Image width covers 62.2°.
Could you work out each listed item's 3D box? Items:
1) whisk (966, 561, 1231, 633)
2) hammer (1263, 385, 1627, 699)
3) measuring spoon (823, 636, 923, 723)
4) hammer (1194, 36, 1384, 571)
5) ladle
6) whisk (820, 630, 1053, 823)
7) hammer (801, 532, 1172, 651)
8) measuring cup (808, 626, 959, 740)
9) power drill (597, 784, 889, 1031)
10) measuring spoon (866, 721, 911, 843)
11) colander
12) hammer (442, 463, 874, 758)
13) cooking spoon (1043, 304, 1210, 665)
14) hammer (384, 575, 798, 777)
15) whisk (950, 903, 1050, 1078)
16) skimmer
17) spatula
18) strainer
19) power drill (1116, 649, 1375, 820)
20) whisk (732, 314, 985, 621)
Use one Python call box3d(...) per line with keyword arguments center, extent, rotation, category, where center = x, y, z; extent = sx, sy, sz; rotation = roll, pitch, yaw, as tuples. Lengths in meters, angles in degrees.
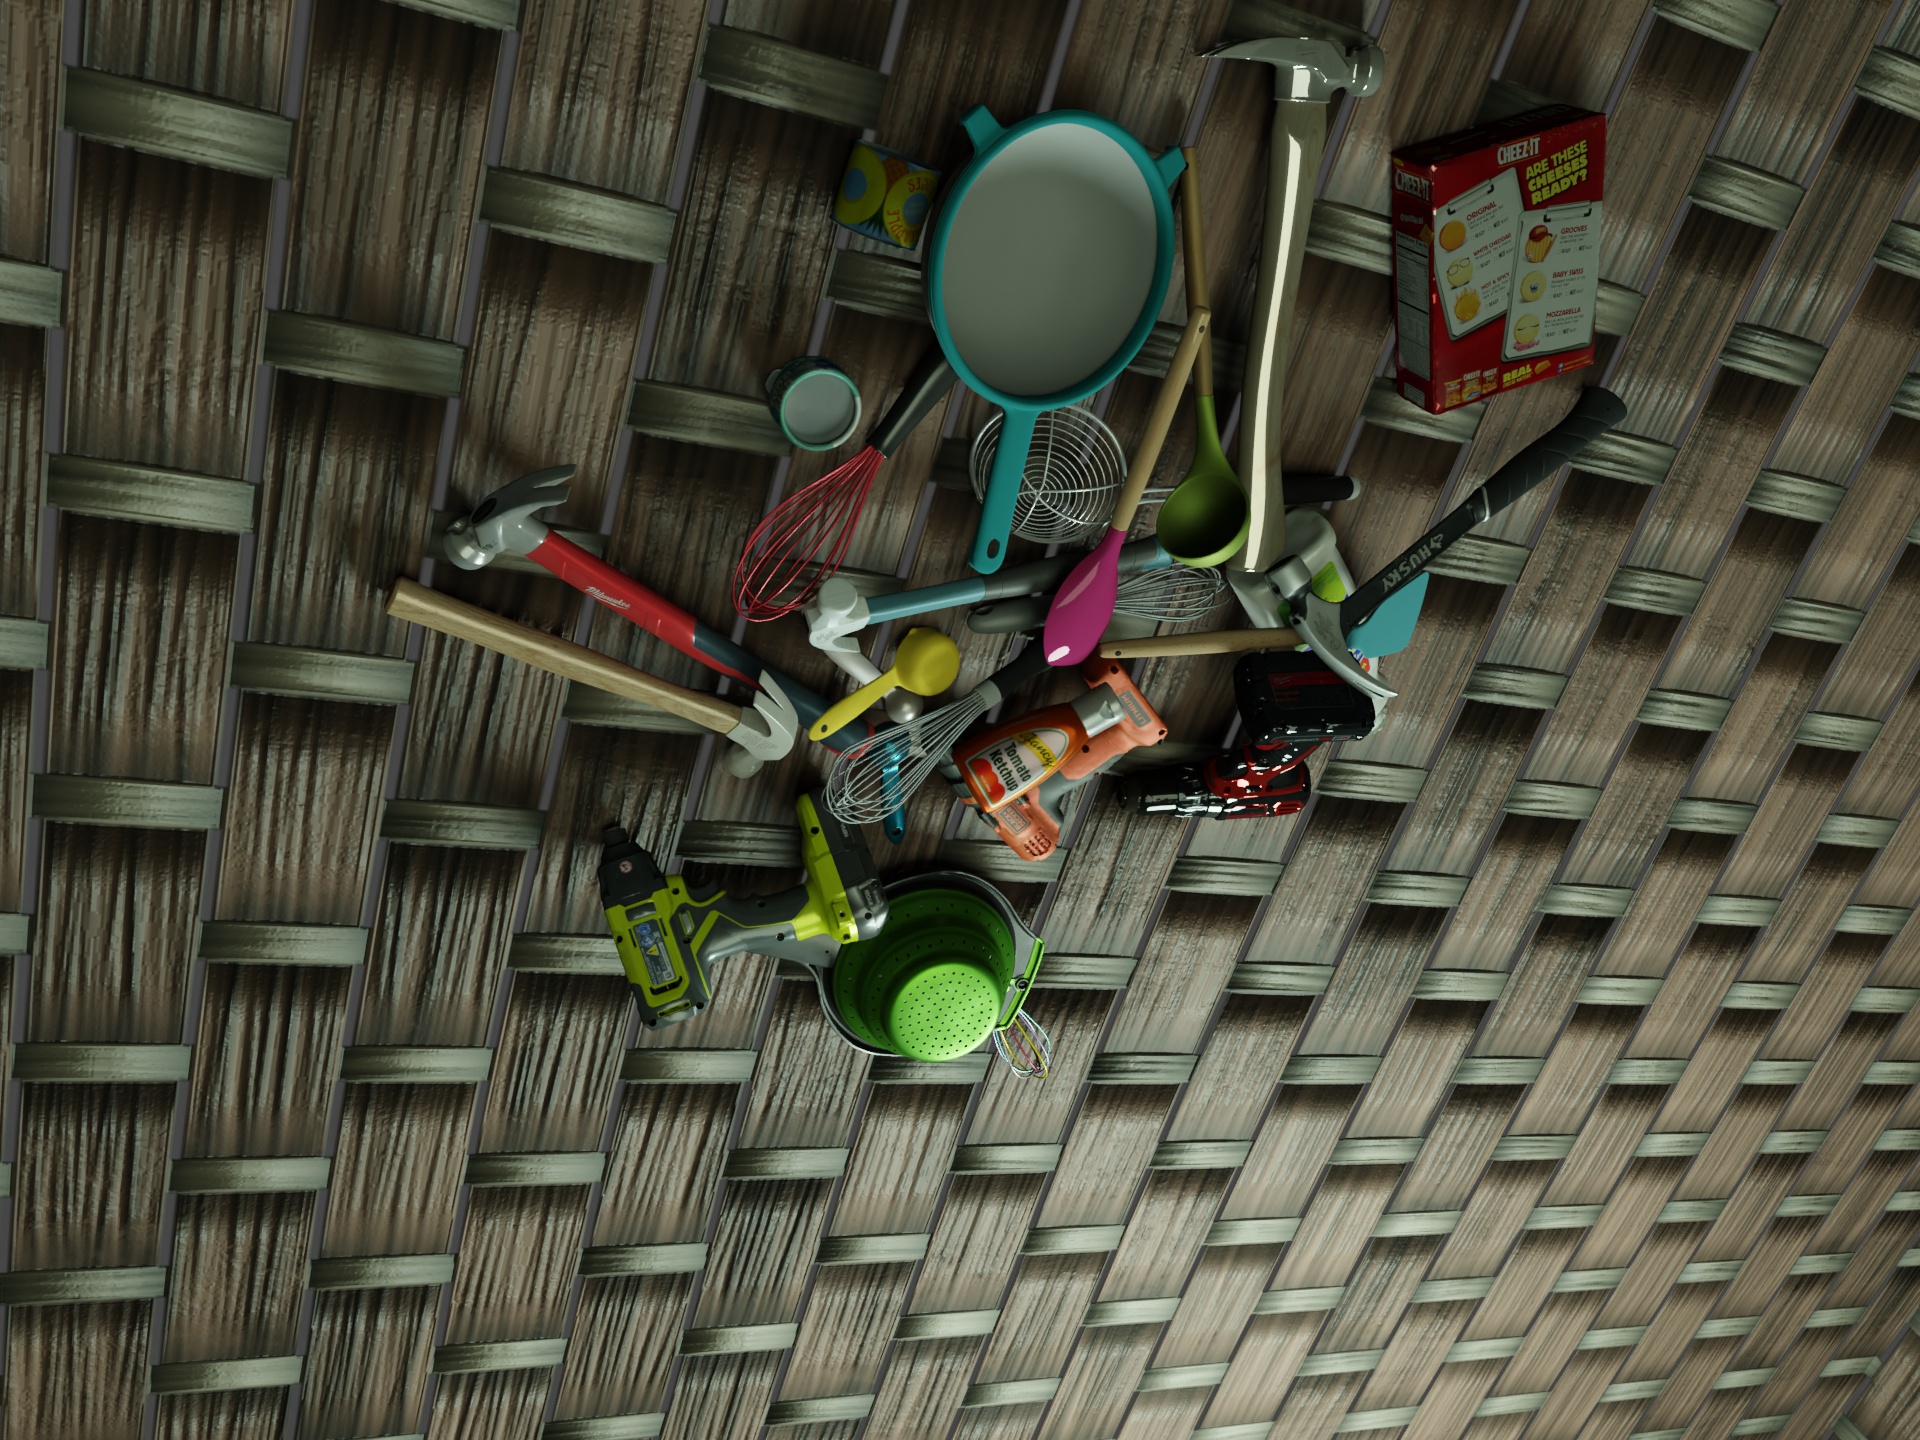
box3d(center=(0.121, -0.100, 1.377), extent=(0.239, 0.055, 0.055), rotation=(-10, 122, -11), category="whisk")
box3d(center=(0.449, -0.176, 1.398), extent=(0.409, 0.036, 0.149), rotation=(-37, 96, -19), category="hammer")
box3d(center=(-0.076, -0.035, 1.353), extent=(0.034, 0.018, 0.124), rotation=(-45, 124, 8), category="measuring spoon")
box3d(center=(0.239, -0.320, 1.263), extent=(0.146, 0.038, 0.410), rotation=(-4, 111, -18), category="hammer")
box3d(center=(0.183, -0.279, 1.239), extent=(0.062, 0.078, 0.320), rotation=(-26, 114, -56), category="ladle")
box3d(center=(-0.001, -0.004, 1.341), extent=(0.284, 0.070, 0.070), rotation=(-36, 128, -23), category="whisk")
box3d(center=(0.028, -0.111, 1.301), extent=(0.331, 0.128, 0.033), rotation=(-13, 80, -20), category="hammer")
box3d(center=(-0.061, -0.023, 1.323), extent=(0.156, 0.029, 0.062), rotation=(-36, 129, -30), category="measuring cup")
box3d(center=(-0.187, 0.144, 1.350), extent=(0.223, 0.080, 0.171), rotation=(-19, 84, -12), category="power drill")
box3d(center=(-0.059, 0.061, 1.414), extent=(0.042, 0.021, 0.128), rotation=(-13, 122, -15), category="measuring spoon")
box3d(center=(-0.099, 0.225, 1.430), extent=(0.396, 0.095, 0.204), rotation=(15, 107, -22), category="colander")
box3d(center=(-0.199, -0.070, 1.236), extent=(0.143, 0.038, 0.385), rotation=(-18, 142, 40), category="hammer")
box3d(center=(0.134, -0.176, 1.259), extent=(0.068, 0.017, 0.318), rotation=(-3, 126, -35), category="cooking spoon")
box3d(center=(-0.278, -0.039, 1.236), extent=(0.331, 0.031, 0.130), rotation=(22, 148, -24), category="hammer")
box3d(center=(0.037, 0.270, 1.566), extent=(0.051, 0.047, 0.244), rotation=(-27, 122, -4), category="whisk")
box3d(center=(0.182, -0.210, 1.346), extent=(0.363, 0.090, 0.127), rotation=(-6, 133, -31), category="skimmer")
box3d(center=(0.268, -0.077, 1.386), extent=(0.317, 0.044, 0.082), rotation=(-4, 128, -14), category="spatula")
box3d(center=(0.034, -0.284, 1.192), extent=(0.211, 0.095, 0.340), rotation=(-3, 117, -34), category="strainer")
box3d(center=(0.255, 0.027, 1.444), extent=(0.188, 0.080, 0.226), rotation=(-3, 152, -14), category="power drill")
box3d(center=(-0.077, -0.195, 1.237), extent=(0.073, 0.073, 0.296), rotation=(36, 95, -34), category="whisk")
